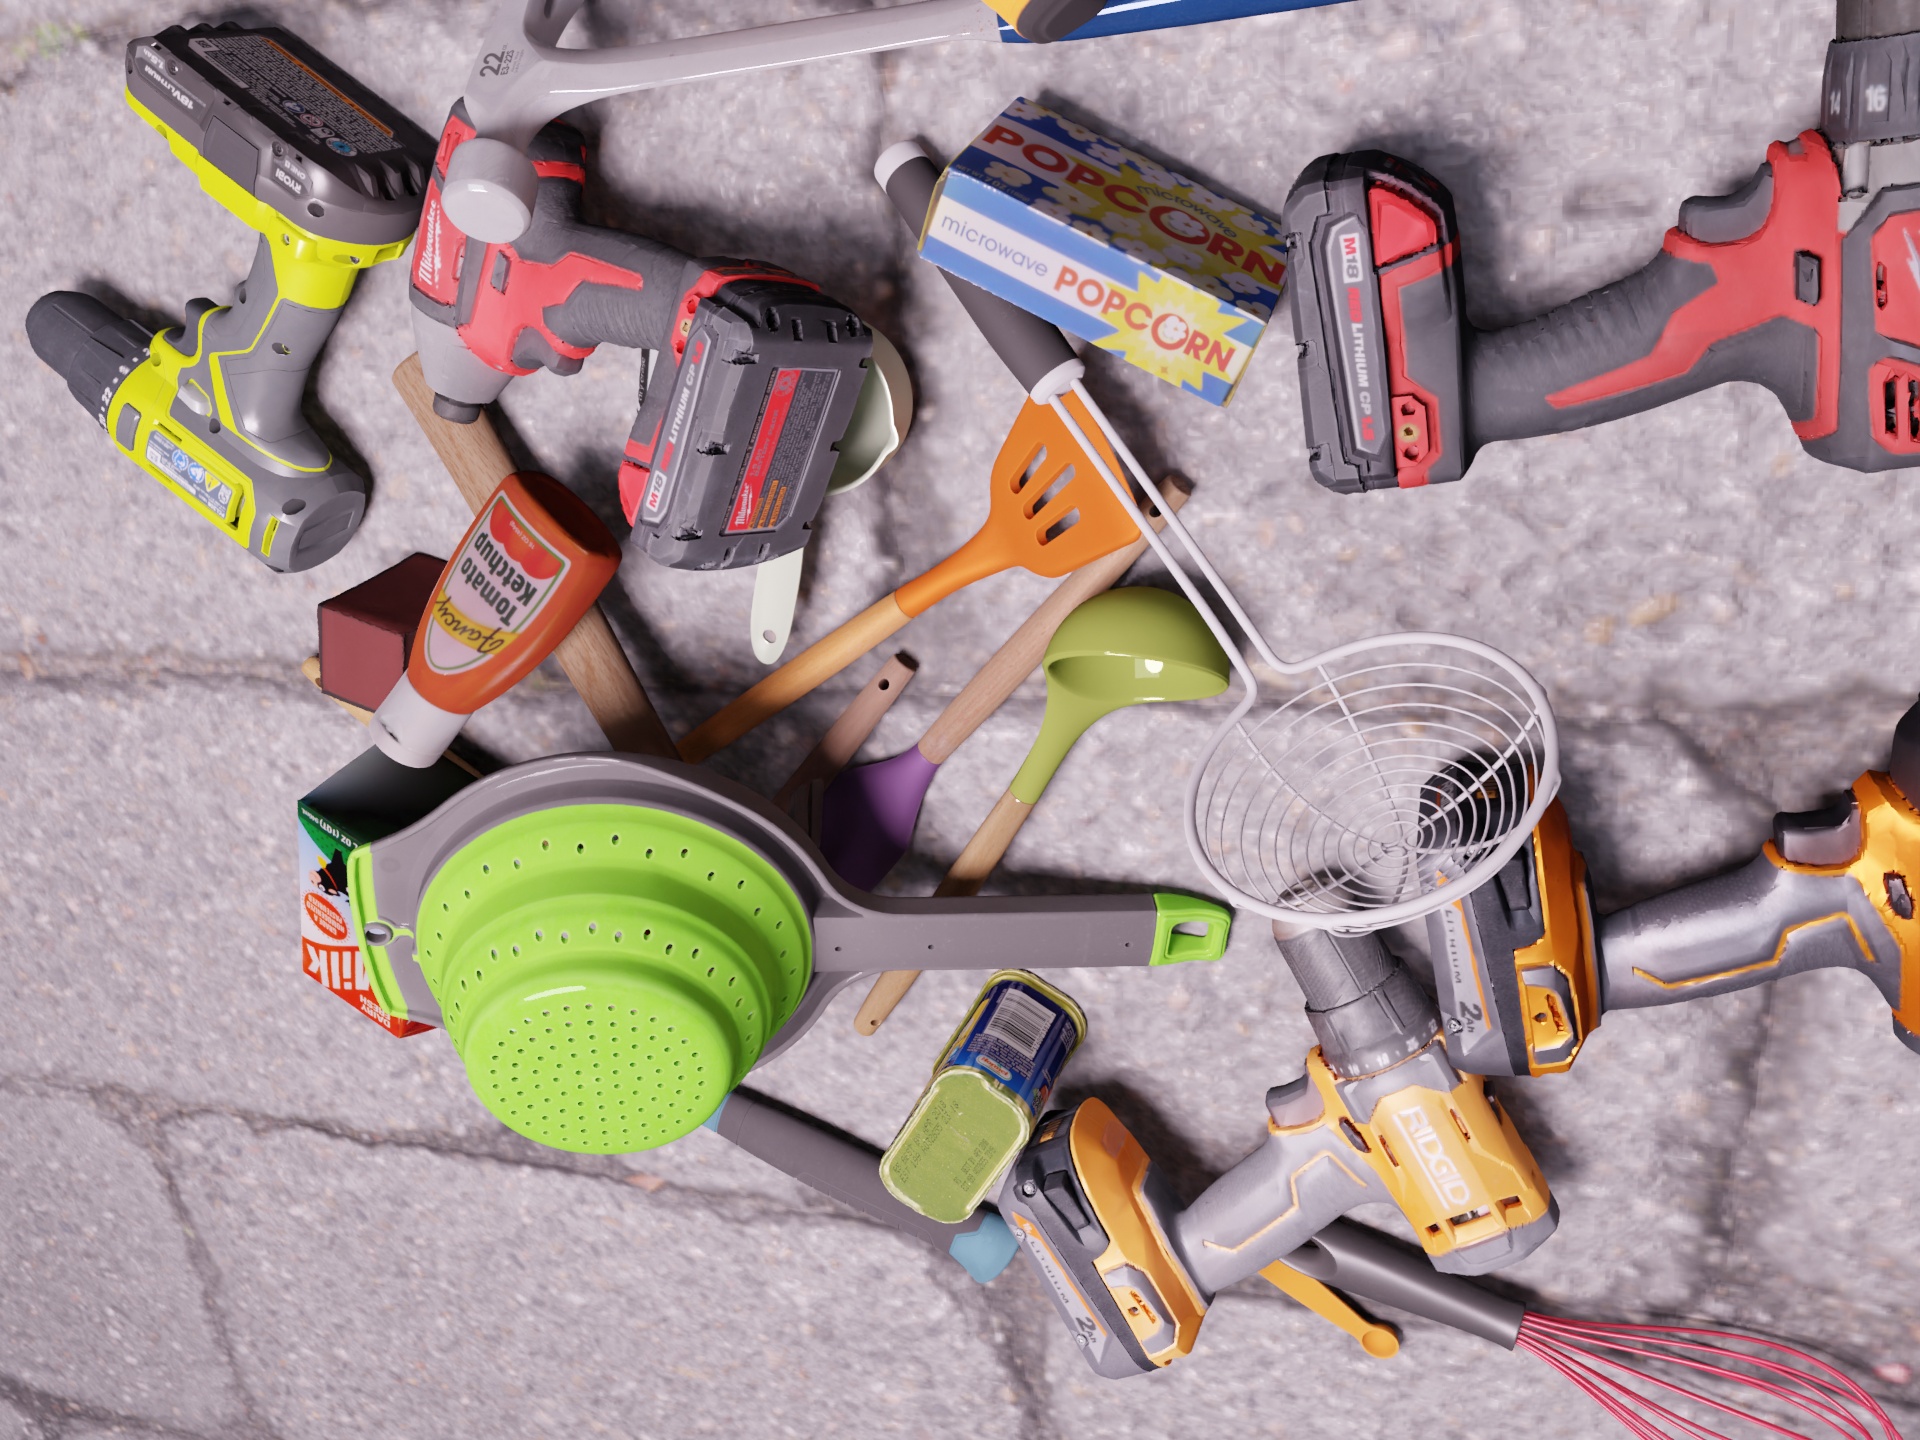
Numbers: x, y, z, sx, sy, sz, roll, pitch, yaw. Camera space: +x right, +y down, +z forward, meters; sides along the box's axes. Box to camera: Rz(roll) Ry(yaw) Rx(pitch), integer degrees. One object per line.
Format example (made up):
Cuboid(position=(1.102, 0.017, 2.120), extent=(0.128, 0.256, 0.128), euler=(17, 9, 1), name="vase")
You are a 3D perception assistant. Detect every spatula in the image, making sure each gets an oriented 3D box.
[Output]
Cuboid(position=(-0.001, -0.002, 0.742), extent=(0.060, 0.018, 0.316), euler=(44, 123, 1), name="spatula")
Cuboid(position=(-0.047, -0.042, 0.729), extent=(0.322, 0.041, 0.081), euler=(-32, 79, 33), name="spatula")

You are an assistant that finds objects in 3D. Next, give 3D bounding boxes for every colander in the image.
Cuboid(position=(-0.071, 0.120, 0.699), extent=(0.397, 0.095, 0.204), euler=(0, 126, -5), name="colander")

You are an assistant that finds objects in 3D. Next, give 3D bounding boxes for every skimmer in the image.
Cuboid(position=(0.067, -0.087, 0.571), extent=(0.127, 0.090, 0.363), euler=(-34, 76, 1), name="skimmer")

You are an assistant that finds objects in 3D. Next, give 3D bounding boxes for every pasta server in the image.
Cuboid(position=(-0.121, 0.086, 0.797), extent=(0.060, 0.040, 0.316), euler=(42, 113, 6), name="pasta server")

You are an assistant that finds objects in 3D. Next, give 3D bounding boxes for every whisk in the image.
Cuboid(position=(0.280, 0.292, 0.743), extent=(0.296, 0.073, 0.073), euler=(17, 119, 22), name="whisk")

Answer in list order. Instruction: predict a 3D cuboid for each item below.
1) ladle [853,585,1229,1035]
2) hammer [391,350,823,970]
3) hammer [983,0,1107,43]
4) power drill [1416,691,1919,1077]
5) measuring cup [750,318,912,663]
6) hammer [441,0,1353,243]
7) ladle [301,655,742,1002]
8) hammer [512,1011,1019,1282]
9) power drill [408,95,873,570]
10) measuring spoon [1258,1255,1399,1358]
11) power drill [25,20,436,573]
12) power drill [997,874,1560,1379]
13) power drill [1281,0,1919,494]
Cuboid(position=(0.020, 0.060, 0.742), extent=(0.078, 0.062, 0.320), euler=(13, 129, -25), name="ladle")
Cuboid(position=(-0.175, -0.032, 0.762), extent=(0.130, 0.031, 0.331), euler=(-30, 90, 21), name="hammer")
Cuboid(position=(-0.096, -0.311, 0.575), extent=(0.337, 0.034, 0.127), euler=(23, 99, 21), name="hammer")
Cuboid(position=(0.297, 0.057, 0.611), extent=(0.226, 0.084, 0.164), euler=(-7, 110, 21), name="power drill")
Cuboid(position=(-0.067, -0.102, 0.712), extent=(0.083, 0.038, 0.167), euler=(23, 122, 12), name="measuring cup")
Cuboid(position=(0.005, -0.262, 0.579), extent=(0.405, 0.144, 0.035), euler=(-2, 156, 15), name="hammer")
Cuboid(position=(-0.236, 0.061, 0.865), extent=(0.315, 0.031, 0.069), euler=(36, 117, 5), name="ladle")
Cuboid(position=(-0.119, 0.226, 0.890), extent=(0.331, 0.033, 0.128), euler=(23, 121, 11), name="hammer")
Cuboid(position=(-0.152, -0.157, 0.670), extent=(0.220, 0.078, 0.143), euler=(36, 118, 26), name="power drill")
Cuboid(position=(0.173, 0.284, 0.810), extent=(0.117, 0.011, 0.021), euler=(36, 123, 8), name="measuring spoon")
Cuboid(position=(-0.356, -0.206, 0.761), extent=(0.190, 0.080, 0.228), euler=(38, 124, 4), name="power drill")
Cuboid(position=(0.130, 0.189, 0.734), extent=(0.226, 0.084, 0.185), euler=(-29, 93, 21), name="power drill")
Cuboid(position=(0.228, -0.170, 0.535), extent=(0.227, 0.080, 0.187), euler=(-3, 112, 21), name="power drill")
